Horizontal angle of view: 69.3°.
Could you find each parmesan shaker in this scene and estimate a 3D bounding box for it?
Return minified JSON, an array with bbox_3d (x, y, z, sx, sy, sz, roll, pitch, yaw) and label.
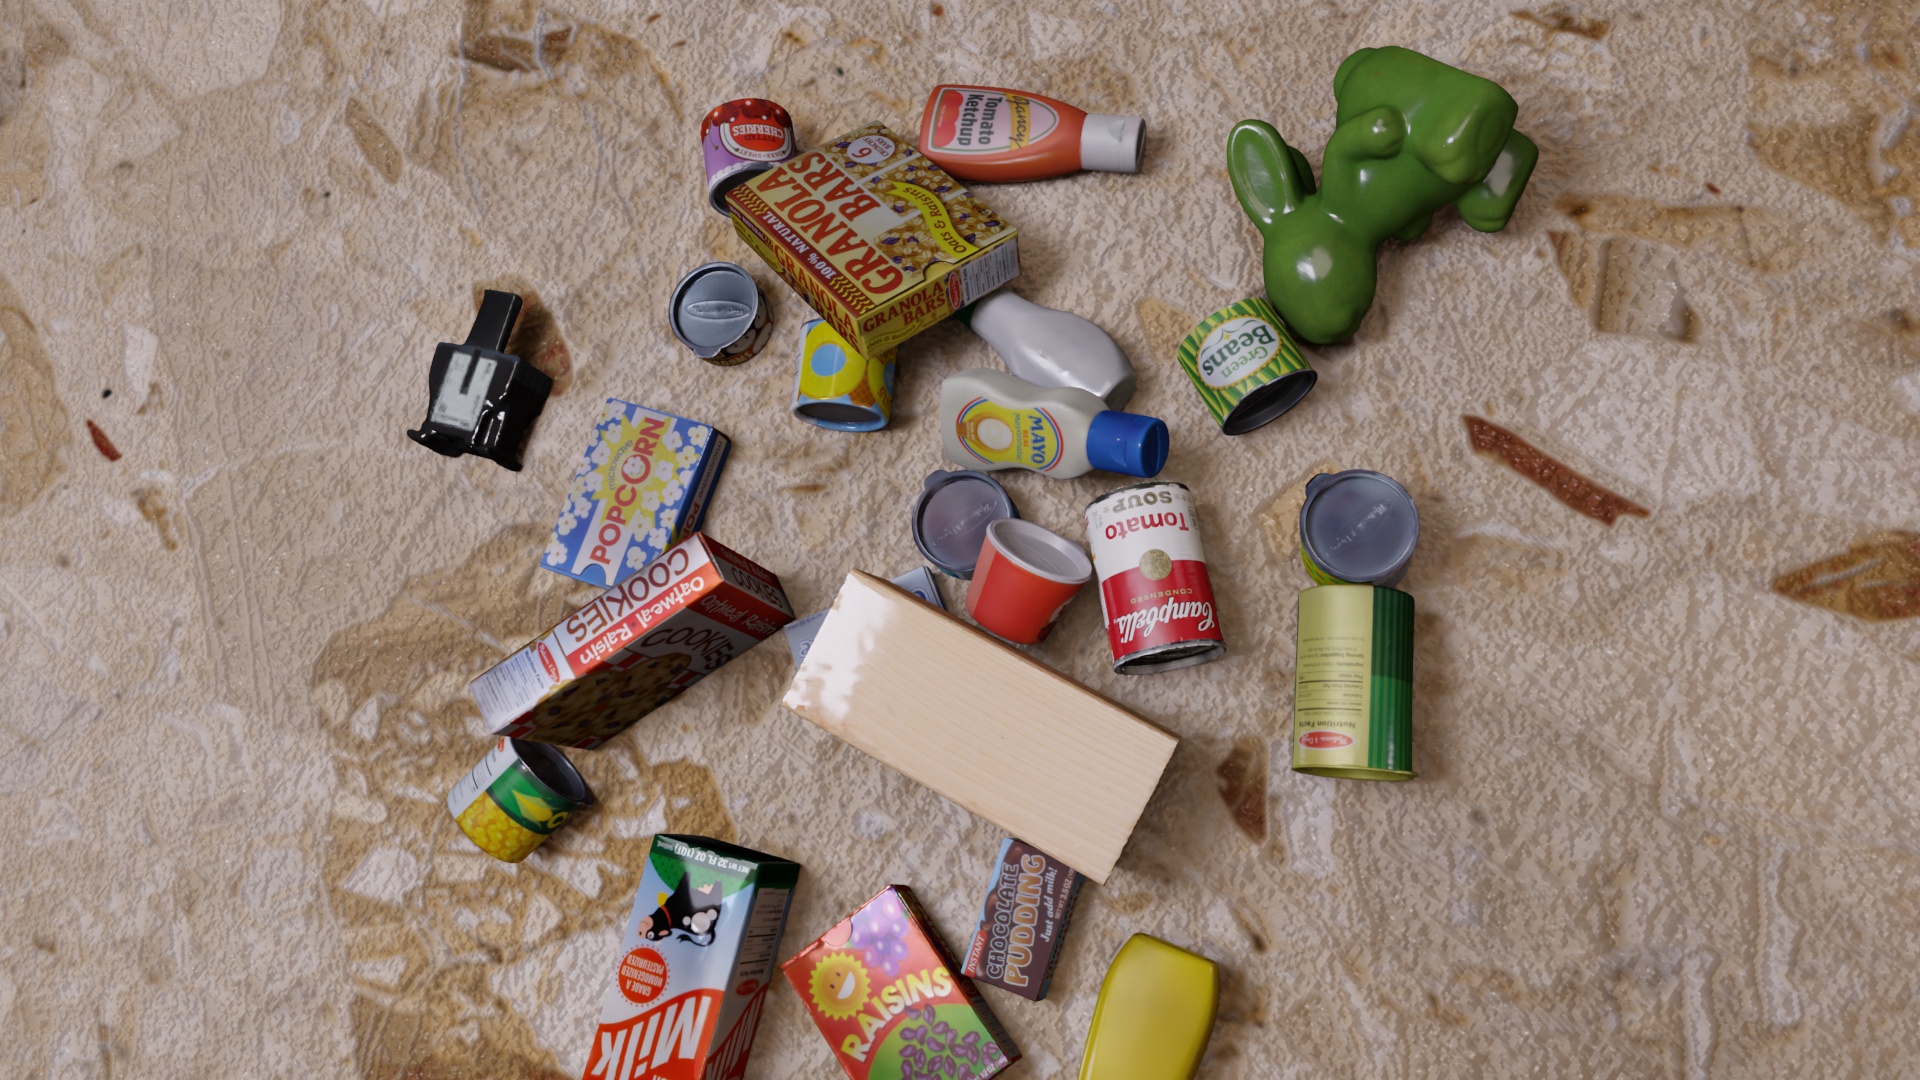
[{"bbox_3d":[0.226,0.081,0.788,0.071,0.071,0.103,2,76,14],"label":"parmesan shaker"}]

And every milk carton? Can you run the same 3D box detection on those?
[{"bbox_3d":[-0.164,0.277,0.829,0.072,0.073,0.191,11,79,16],"label":"milk carton"}]

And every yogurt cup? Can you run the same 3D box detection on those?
[{"bbox_3d":[0.038,0.026,0.835,0.072,0.072,0.053,33,113,19],"label":"yogurt cup"}]

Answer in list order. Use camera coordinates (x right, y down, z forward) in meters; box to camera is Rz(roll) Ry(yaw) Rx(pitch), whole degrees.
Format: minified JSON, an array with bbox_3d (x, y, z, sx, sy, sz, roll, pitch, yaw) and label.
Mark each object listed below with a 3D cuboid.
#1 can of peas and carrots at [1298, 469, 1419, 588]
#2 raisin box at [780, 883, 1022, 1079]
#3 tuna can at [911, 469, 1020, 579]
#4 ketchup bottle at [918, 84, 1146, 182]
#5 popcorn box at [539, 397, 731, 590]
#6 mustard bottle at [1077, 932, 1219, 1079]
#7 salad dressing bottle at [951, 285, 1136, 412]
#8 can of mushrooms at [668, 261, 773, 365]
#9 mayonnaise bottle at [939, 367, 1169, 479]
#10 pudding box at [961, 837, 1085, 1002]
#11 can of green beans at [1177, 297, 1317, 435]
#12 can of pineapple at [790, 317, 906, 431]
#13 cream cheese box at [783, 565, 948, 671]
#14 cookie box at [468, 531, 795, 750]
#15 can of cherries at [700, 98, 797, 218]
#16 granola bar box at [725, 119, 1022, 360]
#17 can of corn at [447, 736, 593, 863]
[{"bbox_3d":[0.231,-0.004,0.814,0.071,0.058,0.071,-4,74,13],"label":"can of peas and carrots"},{"bbox_3d":[-0.035,0.277,0.815,0.086,0.040,0.123,-38,70,3],"label":"raisin box"},{"bbox_3d":[0.003,-0.011,0.886,0.071,0.032,0.071,-3,75,13],"label":"tuna can"},{"bbox_3d":[0.049,-0.272,0.939,0.149,0.043,0.065,9,75,15],"label":"ketchup bottle"},{"bbox_3d":[-0.219,-0.026,0.942,0.085,0.038,0.127,17,80,16],"label":"popcorn box"},{"bbox_3d":[0.094,0.303,0.772,0.065,0.048,0.160,19,82,18],"label":"mustard bottle"},{"bbox_3d":[0.045,-0.132,0.903,0.148,0.044,0.064,40,91,21],"label":"salad dressing bottle"},{"bbox_3d":[-0.166,-0.155,0.965,0.071,0.033,0.071,-3,75,12],"label":"can of mushrooms"},{"bbox_3d":[0.055,-0.067,0.854,0.148,0.041,0.064,13,118,36],"label":"mayonnaise bottle"},{"bbox_3d":[0.038,0.221,0.817,0.050,0.030,0.084,16,80,18],"label":"pudding box"},{"bbox_3d":[0.175,-0.107,0.851,0.071,0.071,0.058,-30,71,5],"label":"can of green beans"},{"bbox_3d":[-0.075,-0.108,0.913,0.071,0.071,0.058,2,77,14],"label":"can of pineapple"},{"bbox_3d":[-0.057,0.061,0.886,0.104,0.024,0.053,-24,73,7],"label":"cream cheese box"},{"bbox_3d":[-0.199,0.066,0.867,0.167,0.122,0.040,-33,72,4],"label":"cookie box"},{"bbox_3d":[-0.145,-0.267,0.970,0.071,0.071,0.058,-13,72,10],"label":"can of cherries"},{"bbox_3d":[-0.058,-0.201,0.907,0.124,0.038,0.166,-32,54,-18],"label":"granola bar box"},{"bbox_3d":[-0.283,0.166,0.893,0.058,0.071,0.071,-44,70,0],"label":"can of corn"}]
